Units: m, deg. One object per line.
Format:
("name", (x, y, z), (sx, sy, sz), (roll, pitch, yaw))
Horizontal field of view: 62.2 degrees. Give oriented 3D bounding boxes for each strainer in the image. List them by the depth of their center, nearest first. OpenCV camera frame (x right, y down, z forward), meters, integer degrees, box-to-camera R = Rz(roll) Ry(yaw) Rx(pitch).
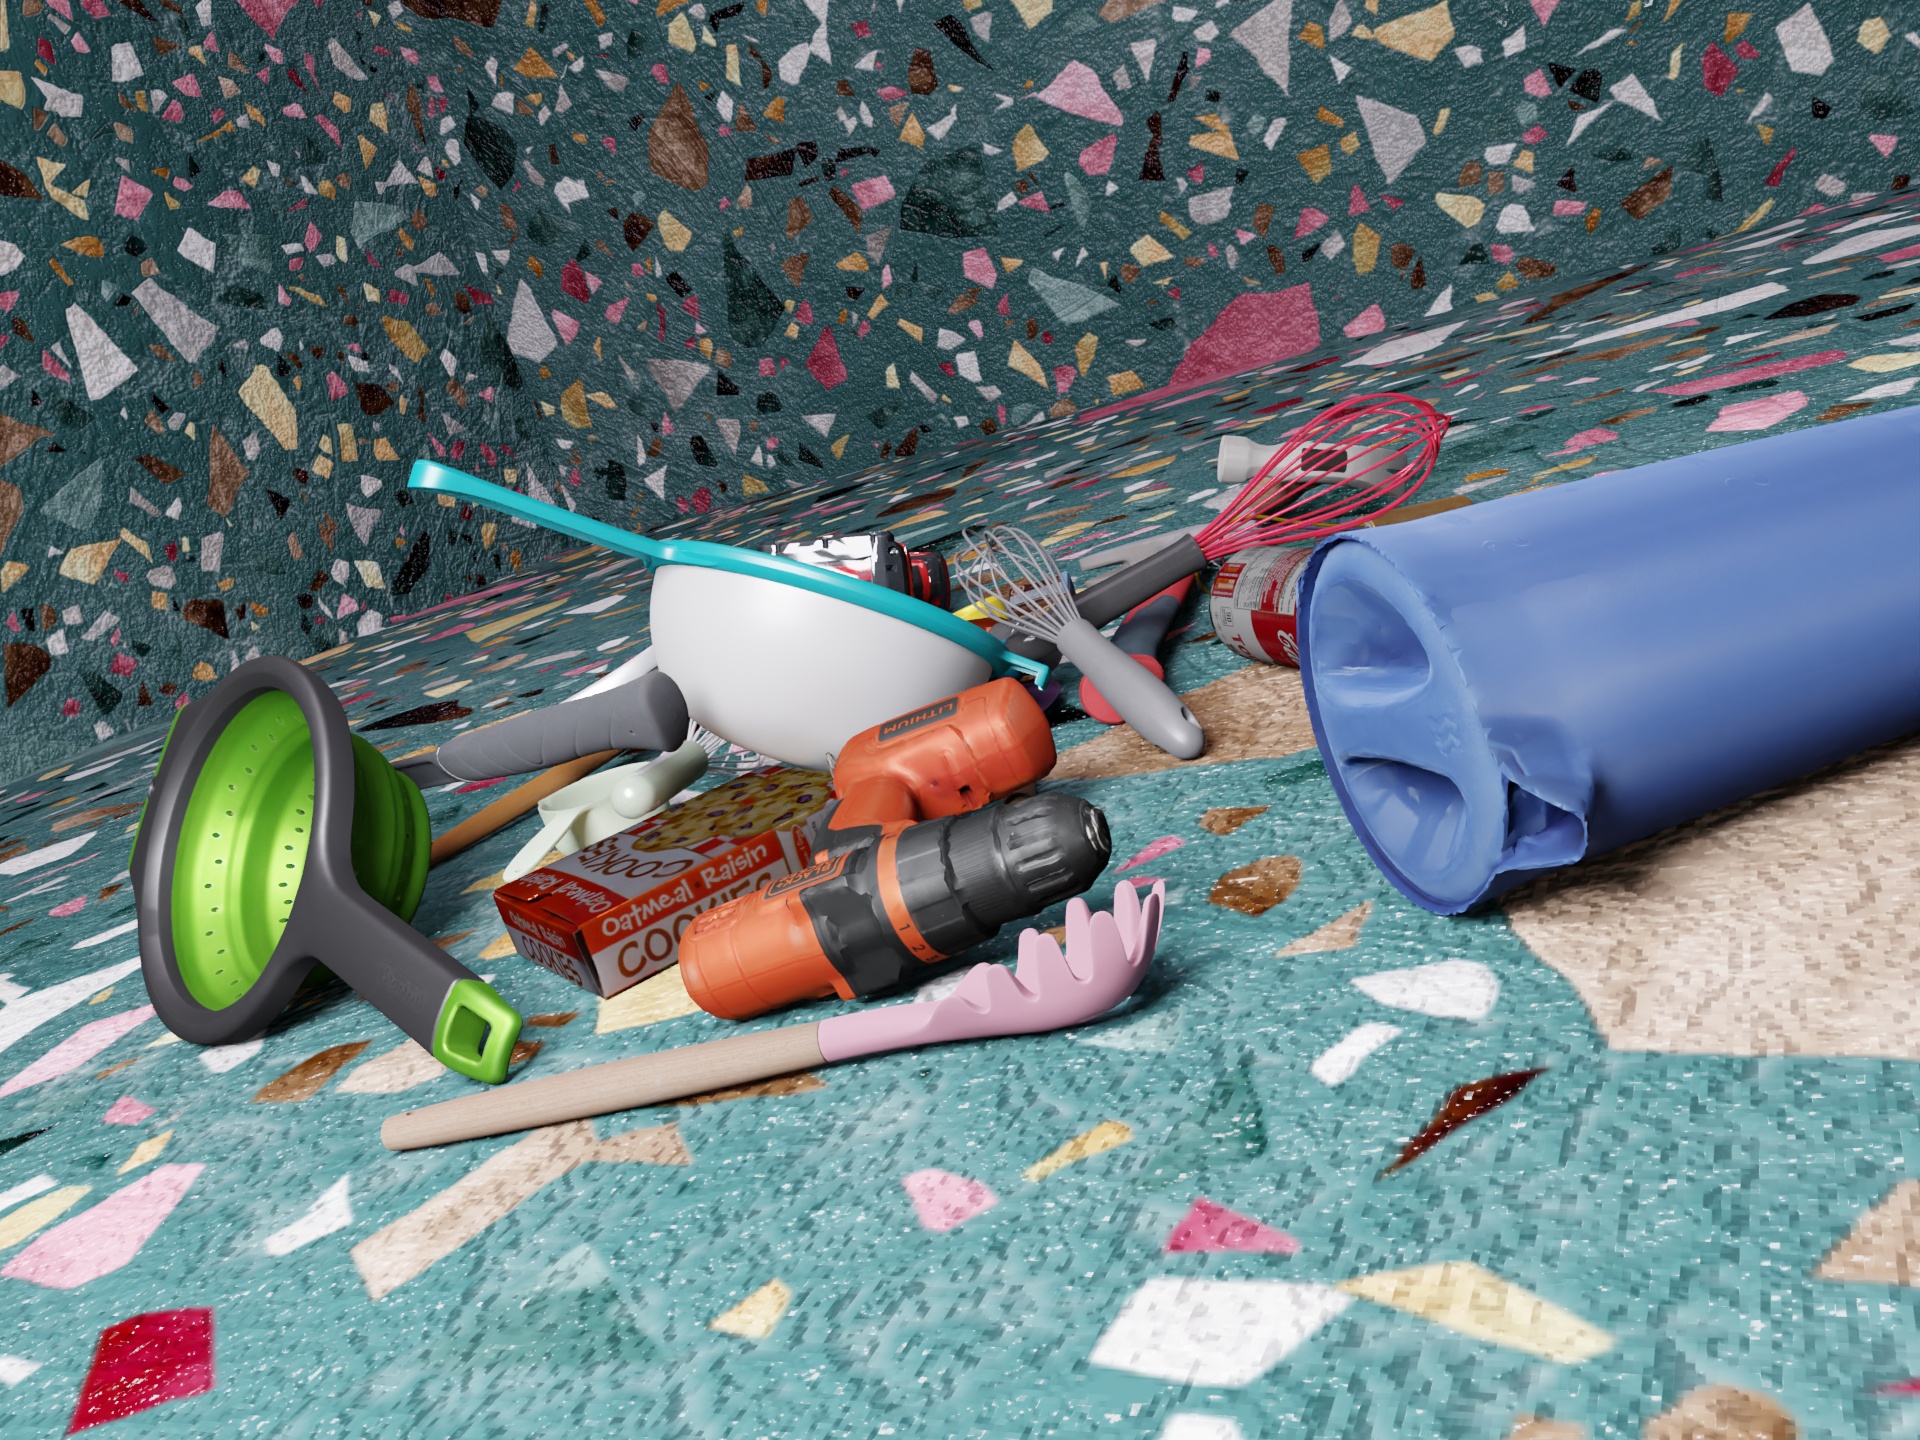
("strainer", (-0.134, -0.039, 0.843), (0.340, 0.095, 0.211), (18, -6, -34))

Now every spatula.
("spatula", (0.031, 0.015, 0.865), (0.060, 0.018, 0.316), (-20, 13, 6))
("spatula", (-0.256, 0.032, 1.152), (0.081, 0.041, 0.322), (-6, 22, 45))

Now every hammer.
("hammer", (-0.298, 0.022, 0.910), (0.409, 0.149, 0.036), (-12, 38, 40))
("hammer", (0.115, -0.071, 1.056), (0.143, 0.038, 0.386), (-14, 14, 20))
("hammer", (0.243, -0.174, 1.181), (0.130, 0.031, 0.331), (4, 3, 3))
("hammer", (-0.256, -0.020, 1.206), (0.127, 0.034, 0.337), (-33, 7, -8))

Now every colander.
("colander", (-0.299, 0.094, 0.807), (0.397, 0.204, 0.094), (19, 1, 43))

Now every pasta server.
("pasta server", (-0.075, 0.114, 0.574), (0.316, 0.040, 0.060), (-15, 1, 15))

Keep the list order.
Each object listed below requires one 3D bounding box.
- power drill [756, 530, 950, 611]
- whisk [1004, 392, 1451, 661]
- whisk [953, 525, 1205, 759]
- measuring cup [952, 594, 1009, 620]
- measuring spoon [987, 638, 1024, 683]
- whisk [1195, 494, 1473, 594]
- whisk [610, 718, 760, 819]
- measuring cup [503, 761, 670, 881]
("power drill", (-0.091, -0.106, 1.294), (0.143, 0.078, 0.219), (-5, 4, 8))
("whisk", (0.156, -0.109, 0.933), (0.296, 0.073, 0.073), (-29, 14, 1))
("whisk", (0.061, -0.047, 0.862), (0.055, 0.055, 0.239), (-22, 39, -17))
("measuring cup", (-0.030, -0.053, 1.212), (0.156, 0.029, 0.062), (-24, 8, 28))
("measuring spoon", (-0.002, -0.003, 0.954), (0.129, 0.021, 0.042), (-46, 28, -26))
("whisk", (0.247, -0.121, 1.030), (0.245, 0.047, 0.051), (-15, 2, -30))
("whisk", (-0.160, 0.022, 0.947), (0.058, 0.059, 0.246), (-32, 4, 10))
("measuring cup", (-0.221, 0.071, 0.924), (0.083, 0.038, 0.168), (-14, 16, 14))
